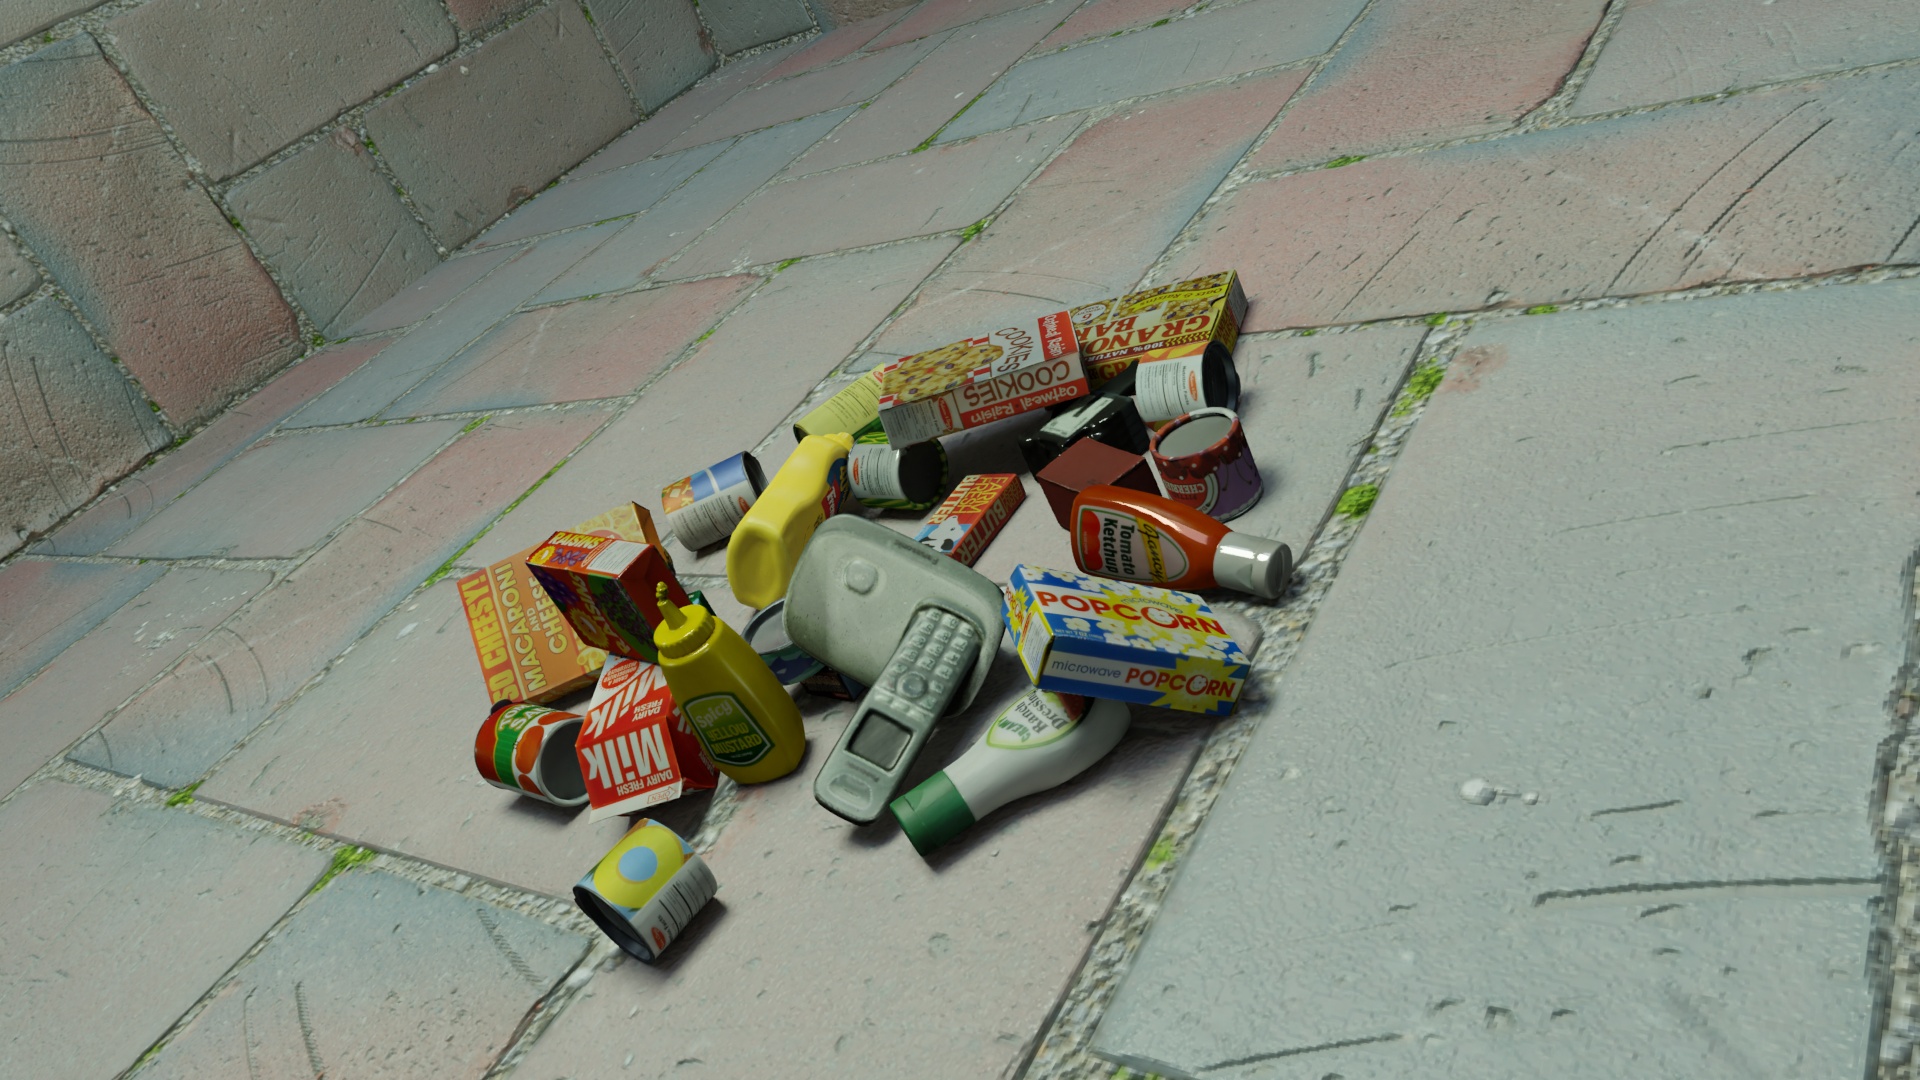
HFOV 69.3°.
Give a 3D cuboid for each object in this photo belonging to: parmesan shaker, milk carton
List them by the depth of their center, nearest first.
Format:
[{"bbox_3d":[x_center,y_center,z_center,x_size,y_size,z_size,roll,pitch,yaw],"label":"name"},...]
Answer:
[{"bbox_3d":[-0.214,0.126,0.989,0.072,0.073,0.191,-19,30,13],"label":"milk carton"},{"bbox_3d":[-0.096,-0.110,1.282,0.103,0.071,0.071,-37,30,-17],"label":"parmesan shaker"}]

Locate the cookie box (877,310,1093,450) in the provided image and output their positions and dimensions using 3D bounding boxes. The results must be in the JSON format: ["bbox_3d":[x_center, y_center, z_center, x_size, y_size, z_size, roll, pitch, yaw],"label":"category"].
[{"bbox_3d":[0.020,-0.134,1.145,0.167,0.040,0.123,-15,24,7],"label":"cookie box"}]

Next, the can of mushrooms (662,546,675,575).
[{"bbox_3d":[-0.280,0.031,1.205,0.071,0.070,0.033,-25,27,3],"label":"can of mushrooms"}]

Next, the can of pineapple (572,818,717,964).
[{"bbox_3d":[-0.191,0.210,0.840,0.071,0.070,0.058,6,41,44],"label":"can of pineapple"}]

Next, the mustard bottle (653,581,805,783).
[{"bbox_3d":[-0.161,0.091,0.913,0.065,0.159,0.049,-18,31,19],"label":"mustard bottle"}]

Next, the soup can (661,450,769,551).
[{"bbox_3d":[-0.219,-0.037,1.264,0.084,0.071,0.071,-23,29,7],"label":"soup can"}]

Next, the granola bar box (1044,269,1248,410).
[{"bbox_3d":[0.157,-0.175,1.210,0.165,0.039,0.125,-9,34,30],"label":"granola bar box"}]

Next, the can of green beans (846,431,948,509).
[{"bbox_3d":[-0.052,-0.059,1.165,0.058,0.071,0.071,3,40,41],"label":"can of green beans"}]

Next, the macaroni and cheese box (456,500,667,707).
[{"bbox_3d":[-0.319,0.058,1.149,0.166,0.040,0.124,-24,73,6],"label":"macaroni and cheese box"}]

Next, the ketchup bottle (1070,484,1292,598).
[{"bbox_3d":[0.143,0.005,0.912,0.149,0.064,0.044,14,29,38],"label":"ketchup bottle"}]

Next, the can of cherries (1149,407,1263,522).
[{"bbox_3d":[0.172,-0.051,0.978,0.071,0.058,0.072,-20,29,12],"label":"can of cherries"}]

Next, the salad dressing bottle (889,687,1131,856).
[{"bbox_3d":[0.029,0.130,0.816,0.148,0.043,0.064,-33,32,-11],"label":"salad dressing bottle"}]

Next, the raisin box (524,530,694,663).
[{"bbox_3d":[-0.244,0.040,0.986,0.123,0.085,0.040,6,44,43],"label":"raisin box"}]

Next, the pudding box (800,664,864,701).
[{"bbox_3d":[-0.078,0.076,1.004,0.049,0.030,0.084,3,40,40],"label":"pudding box"}]

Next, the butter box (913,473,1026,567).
[{"bbox_3d":[0.004,-0.014,1.088,0.053,0.024,0.104,0,39,40],"label":"butter box"}]

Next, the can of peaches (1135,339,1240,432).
[{"bbox_3d":[0.177,-0.118,1.078,0.058,0.071,0.071,-5,35,35],"label":"can of peaches"}]

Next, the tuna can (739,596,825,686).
[{"bbox_3d":[-0.122,0.071,0.980,0.071,0.032,0.071,-20,30,12],"label":"tuna can"}]

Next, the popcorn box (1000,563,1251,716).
[{"bbox_3d":[0.094,0.058,0.812,0.127,0.038,0.085,10,23,-18],"label":"popcorn box"}]

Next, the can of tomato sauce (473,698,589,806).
[{"bbox_3d":[-0.306,0.155,1.022,0.083,0.071,0.071,3,41,41],"label":"can of tomato sauce"}]
